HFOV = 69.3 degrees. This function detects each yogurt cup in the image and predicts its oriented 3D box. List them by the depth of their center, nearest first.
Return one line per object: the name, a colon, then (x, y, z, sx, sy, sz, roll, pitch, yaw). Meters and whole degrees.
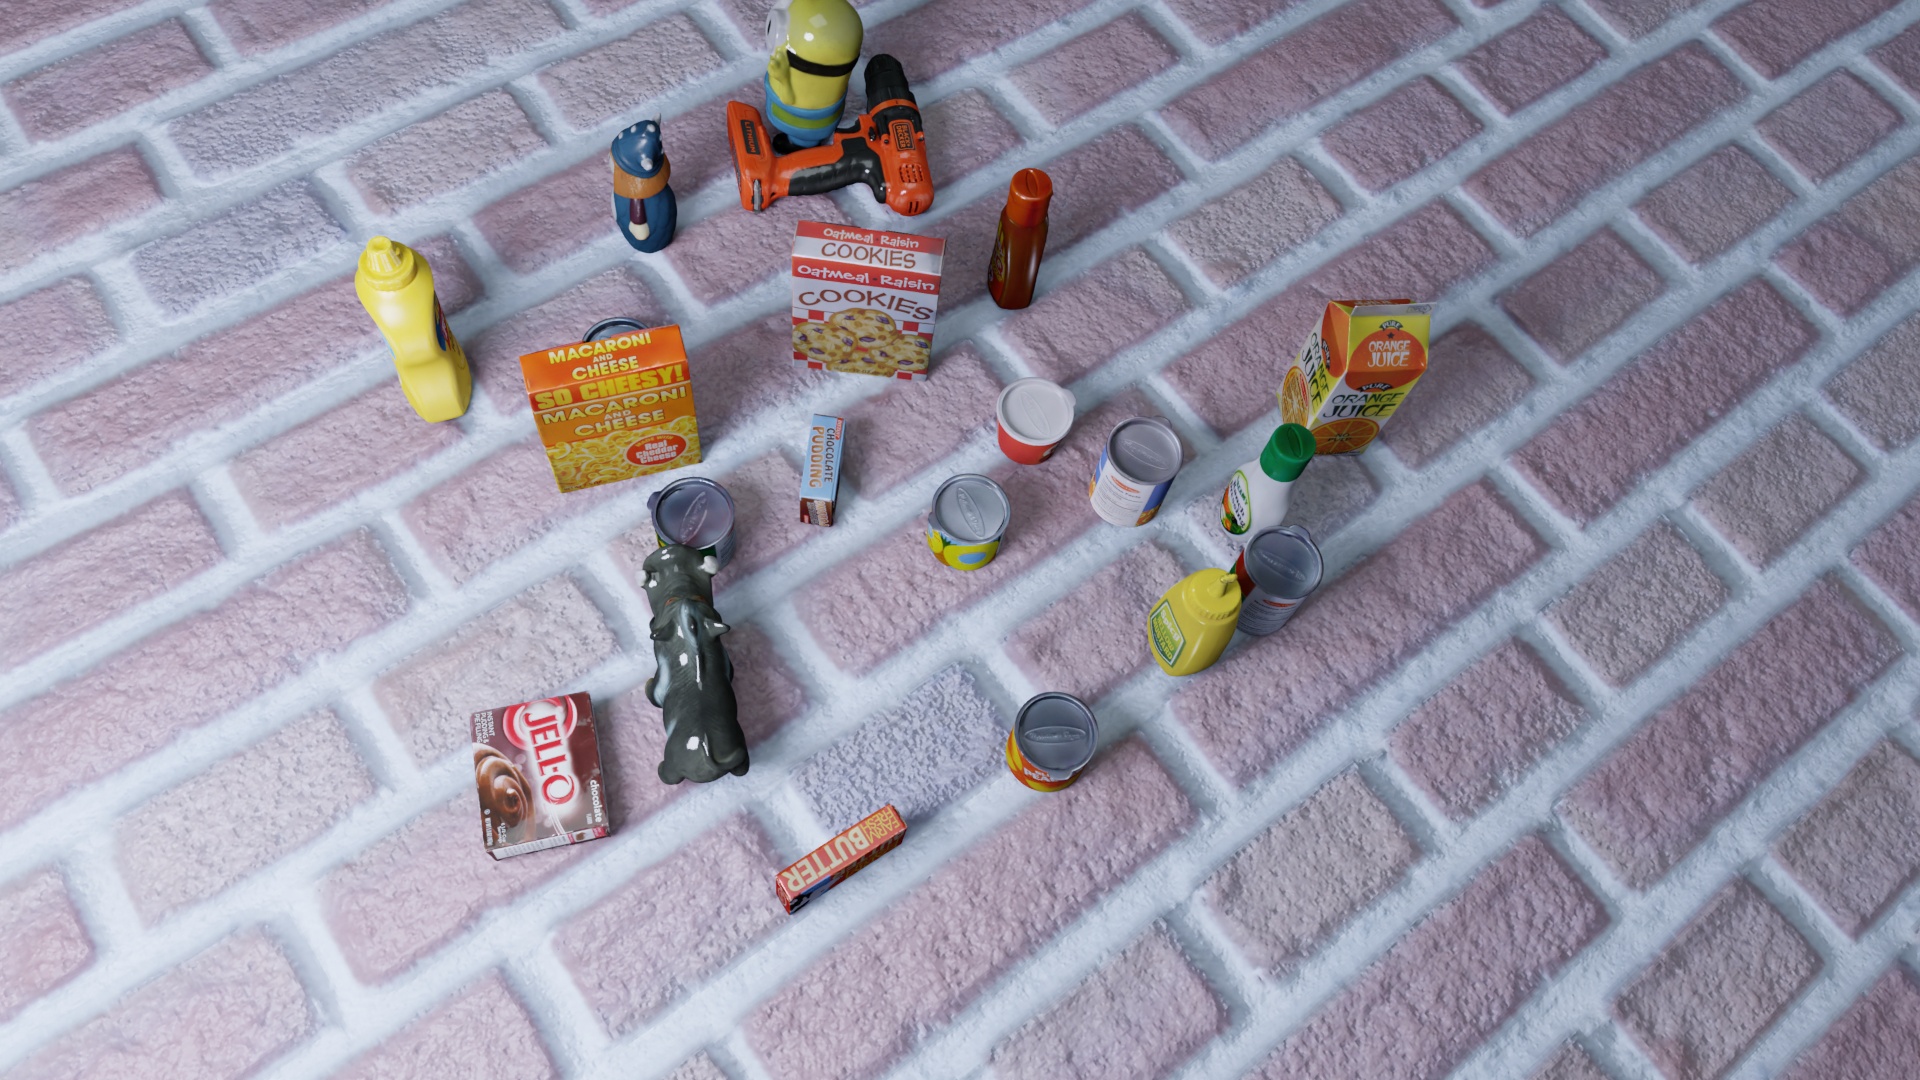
yogurt cup: (0.063, -0.102, 1.224, 0.072, 0.053, 0.072, 3, 64, -5)

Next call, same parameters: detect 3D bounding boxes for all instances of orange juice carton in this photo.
orange juice carton: (0.341, -0.149, 1.202, 0.072, 0.191, 0.073, -2, 65, -8)

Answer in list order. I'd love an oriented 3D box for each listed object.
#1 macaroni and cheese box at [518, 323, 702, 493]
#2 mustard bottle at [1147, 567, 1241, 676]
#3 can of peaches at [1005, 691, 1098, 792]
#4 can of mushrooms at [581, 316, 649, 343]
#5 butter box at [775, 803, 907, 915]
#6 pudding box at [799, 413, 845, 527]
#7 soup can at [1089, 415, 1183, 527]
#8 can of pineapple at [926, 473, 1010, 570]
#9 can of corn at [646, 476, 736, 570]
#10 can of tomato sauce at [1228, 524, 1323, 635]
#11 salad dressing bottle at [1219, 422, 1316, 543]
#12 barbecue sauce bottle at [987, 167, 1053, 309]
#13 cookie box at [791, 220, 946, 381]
macaroni and cheese box: (-0.278, -0.104, 1.122, 0.124, 0.165, 0.040, -14, 67, -13)
mustard bottle: (0.189, 0.057, 1.102, 0.049, 0.159, 0.065, -16, 68, -14)
can of peaches: (0.071, 0.162, 1.094, 0.071, 0.057, 0.071, 3, 64, -5)
can of mushrooms: (-0.300, -0.159, 1.220, 0.071, 0.033, 0.071, 3, 64, -5)
butter box: (-0.090, 0.239, 1.041, 0.104, 0.053, 0.024, -30, 71, -19)
pudding box: (-0.117, -0.060, 1.185, 0.030, 0.049, 0.084, 7, 64, -3)
soup can: (0.152, -0.060, 1.197, 0.071, 0.083, 0.071, 3, 64, -5)
can of pineapple: (0.004, -0.015, 1.172, 0.071, 0.057, 0.071, 3, 64, -5)
can of corn: (-0.221, -0.011, 1.144, 0.071, 0.058, 0.071, 3, 64, -5)
can of tomato sauce: (0.259, 0.033, 1.165, 0.071, 0.082, 0.071, 3, 64, -5)
salad dressing bottle: (0.258, -0.048, 1.168, 0.044, 0.147, 0.064, -5, 65, -9)
barbecue sauce bottle: (0.055, -0.274, 1.254, 0.044, 0.148, 0.065, -4, 65, -8)
cookie box: (-0.082, -0.203, 1.193, 0.123, 0.166, 0.040, 7, 64, -3)
